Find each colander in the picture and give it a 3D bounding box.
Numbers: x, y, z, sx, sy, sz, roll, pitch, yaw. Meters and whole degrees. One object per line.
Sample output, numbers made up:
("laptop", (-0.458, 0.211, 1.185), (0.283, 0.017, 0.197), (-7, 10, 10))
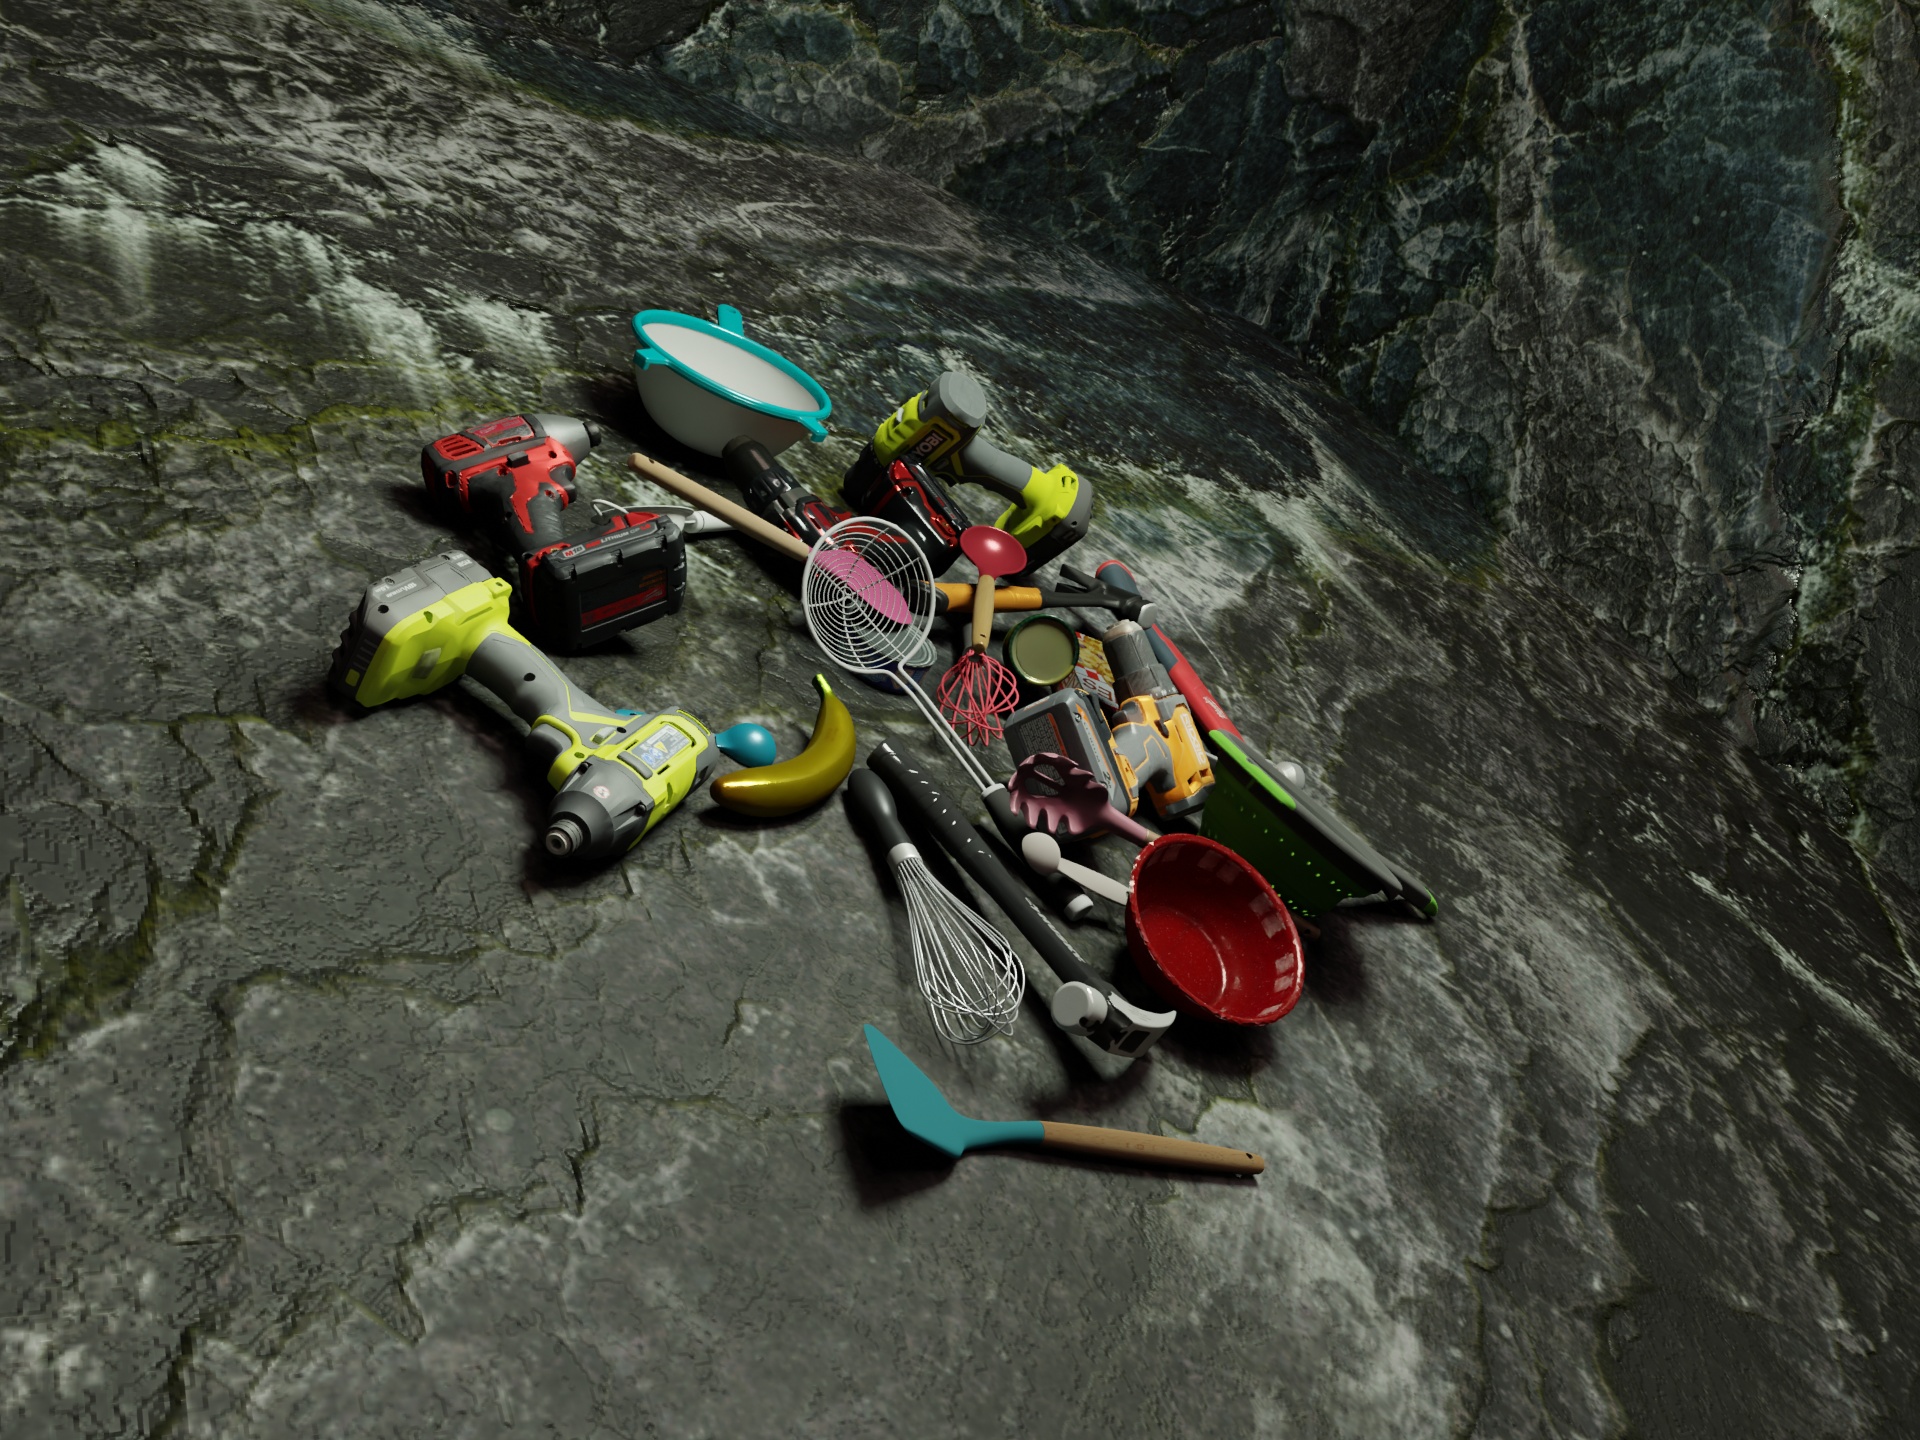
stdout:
("colander", (0.317, 0.136, 1.417), (0.396, 0.094, 0.205), (31, 13, -46))

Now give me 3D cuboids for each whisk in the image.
("whisk", (0.014, -0.050, 1.443), (0.073, 0.073, 0.296), (26, 20, -11))
("whisk", (-0.028, 0.119, 1.105), (0.070, 0.070, 0.285), (13, 26, -32))

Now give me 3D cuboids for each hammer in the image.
("hammer", (0.030, 0.119, 1.155), (0.146, 0.035, 0.335), (31, 12, -50))
("hammer", (0.057, -0.124, 1.577), (0.127, 0.034, 0.336), (27, 19, 34))
("hammer", (0.218, -0.057, 1.689), (0.143, 0.038, 0.387), (12, 32, -32))

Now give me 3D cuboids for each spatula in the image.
("spatula", (0.074, 0.253, 0.985), (0.317, 0.044, 0.082), (16, 26, -30))

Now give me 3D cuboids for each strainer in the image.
("strainer", (-0.239, -0.173, 1.401), (0.087, 0.050, 0.258), (-7, 6, 25))
("strainer", (-0.251, -0.349, 1.642), (0.211, 0.095, 0.341), (20, 23, -19))

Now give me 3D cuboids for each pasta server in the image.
("pasta server", (0.166, 0.107, 1.254), (0.316, 0.060, 0.040), (30, 12, -20))

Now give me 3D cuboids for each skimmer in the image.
("skimmer", (-0.002, -0.004, 1.257), (0.127, 0.090, 0.364), (-23, 64, -32))

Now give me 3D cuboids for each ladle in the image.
("ladle", (0.024, -0.117, 1.433), (0.069, 0.031, 0.316), (20, 22, -5))

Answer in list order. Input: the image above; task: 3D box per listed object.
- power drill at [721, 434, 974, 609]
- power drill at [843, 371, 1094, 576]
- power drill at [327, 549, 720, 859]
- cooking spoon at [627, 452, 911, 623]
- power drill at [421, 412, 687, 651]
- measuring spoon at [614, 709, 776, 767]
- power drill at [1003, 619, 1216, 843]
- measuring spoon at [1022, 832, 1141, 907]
("power drill", (-0.111, -0.200, 1.519), (0.188, 0.080, 0.226), (52, 34, 13))
("power drill", (0.007, -0.247, 1.666), (0.228, 0.190, 0.080), (30, 48, -28))
("power drill", (-0.282, -0.004, 1.022), (0.223, 0.080, 0.171), (36, 26, 3))
("cooking spoon", (-0.149, -0.149, 1.322), (0.318, 0.017, 0.069), (26, 33, -45))
("power drill", (-0.306, -0.160, 1.224), (0.143, 0.078, 0.220), (-24, 54, -29))
("measuring spoon", (-0.189, 0.005, 1.160), (0.128, 0.021, 0.042), (16, 30, -32))
("power drill", (0.131, 0.006, 1.371), (0.226, 0.084, 0.185), (-11, 78, -55))
("measuring spoon", (0.097, 0.115, 1.210), (0.124, 0.018, 0.034), (28, 41, -30))
